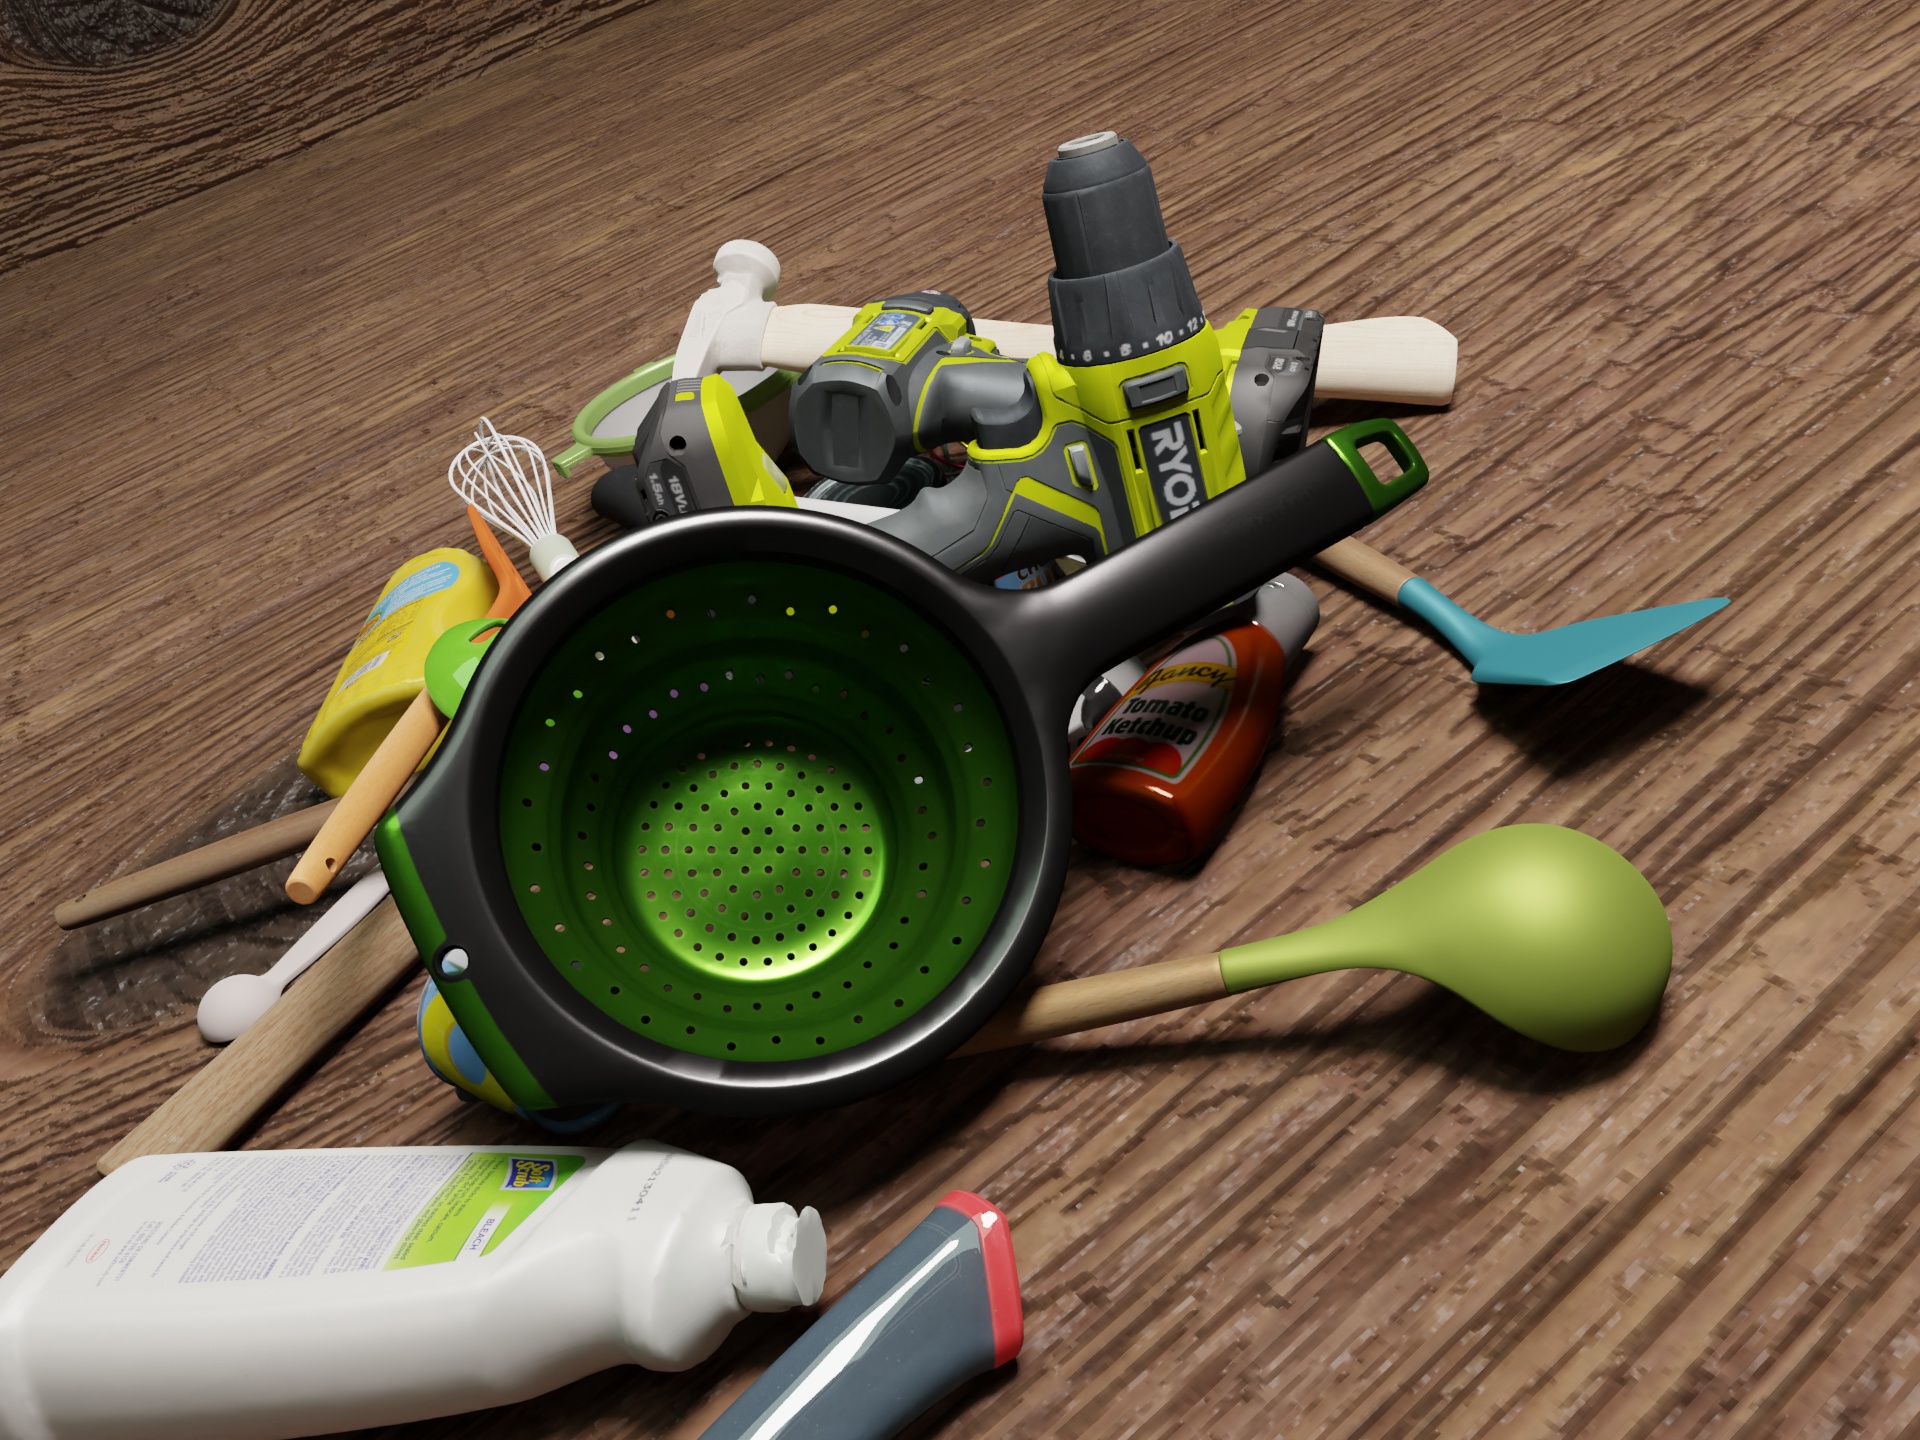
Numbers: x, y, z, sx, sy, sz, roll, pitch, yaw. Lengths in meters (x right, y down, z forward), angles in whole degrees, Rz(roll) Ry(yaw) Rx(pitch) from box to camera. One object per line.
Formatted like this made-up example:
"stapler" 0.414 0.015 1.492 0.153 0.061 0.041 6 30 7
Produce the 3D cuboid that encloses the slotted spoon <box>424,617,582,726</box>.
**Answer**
"slotted spoon" -0.186 -0.067 0.814 0.070 0.031 0.314 26 23 -4

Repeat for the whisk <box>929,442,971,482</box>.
"whisk" -0.009 -0.195 0.965 0.047 0.051 0.245 -1 28 -12

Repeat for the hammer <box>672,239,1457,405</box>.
"hammer" 0.051 -0.188 0.848 0.410 0.038 0.146 5 58 9

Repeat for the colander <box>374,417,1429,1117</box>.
"colander" -0.001 -0.002 0.578 0.397 0.094 0.204 -29 80 -16

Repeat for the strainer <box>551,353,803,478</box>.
"strainer" -0.106 -0.184 0.958 0.256 0.069 0.152 -8 32 18

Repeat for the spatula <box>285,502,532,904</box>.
"spatula" -0.239 -0.013 0.727 0.041 0.081 0.323 -21 26 15

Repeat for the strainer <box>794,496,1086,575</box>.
"strainer" 0.013 -0.079 0.718 0.258 0.050 0.087 5 23 -19

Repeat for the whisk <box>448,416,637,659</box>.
"whisk" -0.234 -0.100 0.900 0.058 0.059 0.247 -20 46 -23

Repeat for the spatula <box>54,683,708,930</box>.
"spatula" -0.261 0.038 0.716 0.316 0.018 0.060 -19 34 3

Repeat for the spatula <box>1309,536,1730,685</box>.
"spatula" 0.182 -0.075 0.699 0.082 0.044 0.318 -24 33 -15

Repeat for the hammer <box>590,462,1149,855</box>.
"hammer" -0.078 -0.048 0.741 0.146 0.035 0.335 -32 45 -27

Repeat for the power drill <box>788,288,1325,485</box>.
"power drill" 0.051 -0.156 0.747 0.223 0.080 0.171 10 32 12

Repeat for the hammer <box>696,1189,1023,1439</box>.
"hammer" -0.132 0.242 0.374 0.143 0.038 0.386 39 56 19

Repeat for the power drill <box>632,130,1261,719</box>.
"power drill" -0.005 -0.106 0.622 0.228 0.190 0.080 -17 25 0

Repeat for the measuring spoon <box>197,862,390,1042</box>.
"measuring spoon" -0.290 0.093 0.710 0.034 0.018 0.124 7 41 33

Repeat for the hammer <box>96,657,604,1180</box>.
"hammer" -0.230 0.076 0.694 0.130 0.031 0.331 10 44 35

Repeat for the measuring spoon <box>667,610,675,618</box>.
"measuring spoon" -0.151 -0.055 0.859 0.117 0.011 0.021 10 60 30

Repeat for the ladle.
"ladle" 0.066 0.097 0.528 0.320 0.062 0.078 -15 41 17
